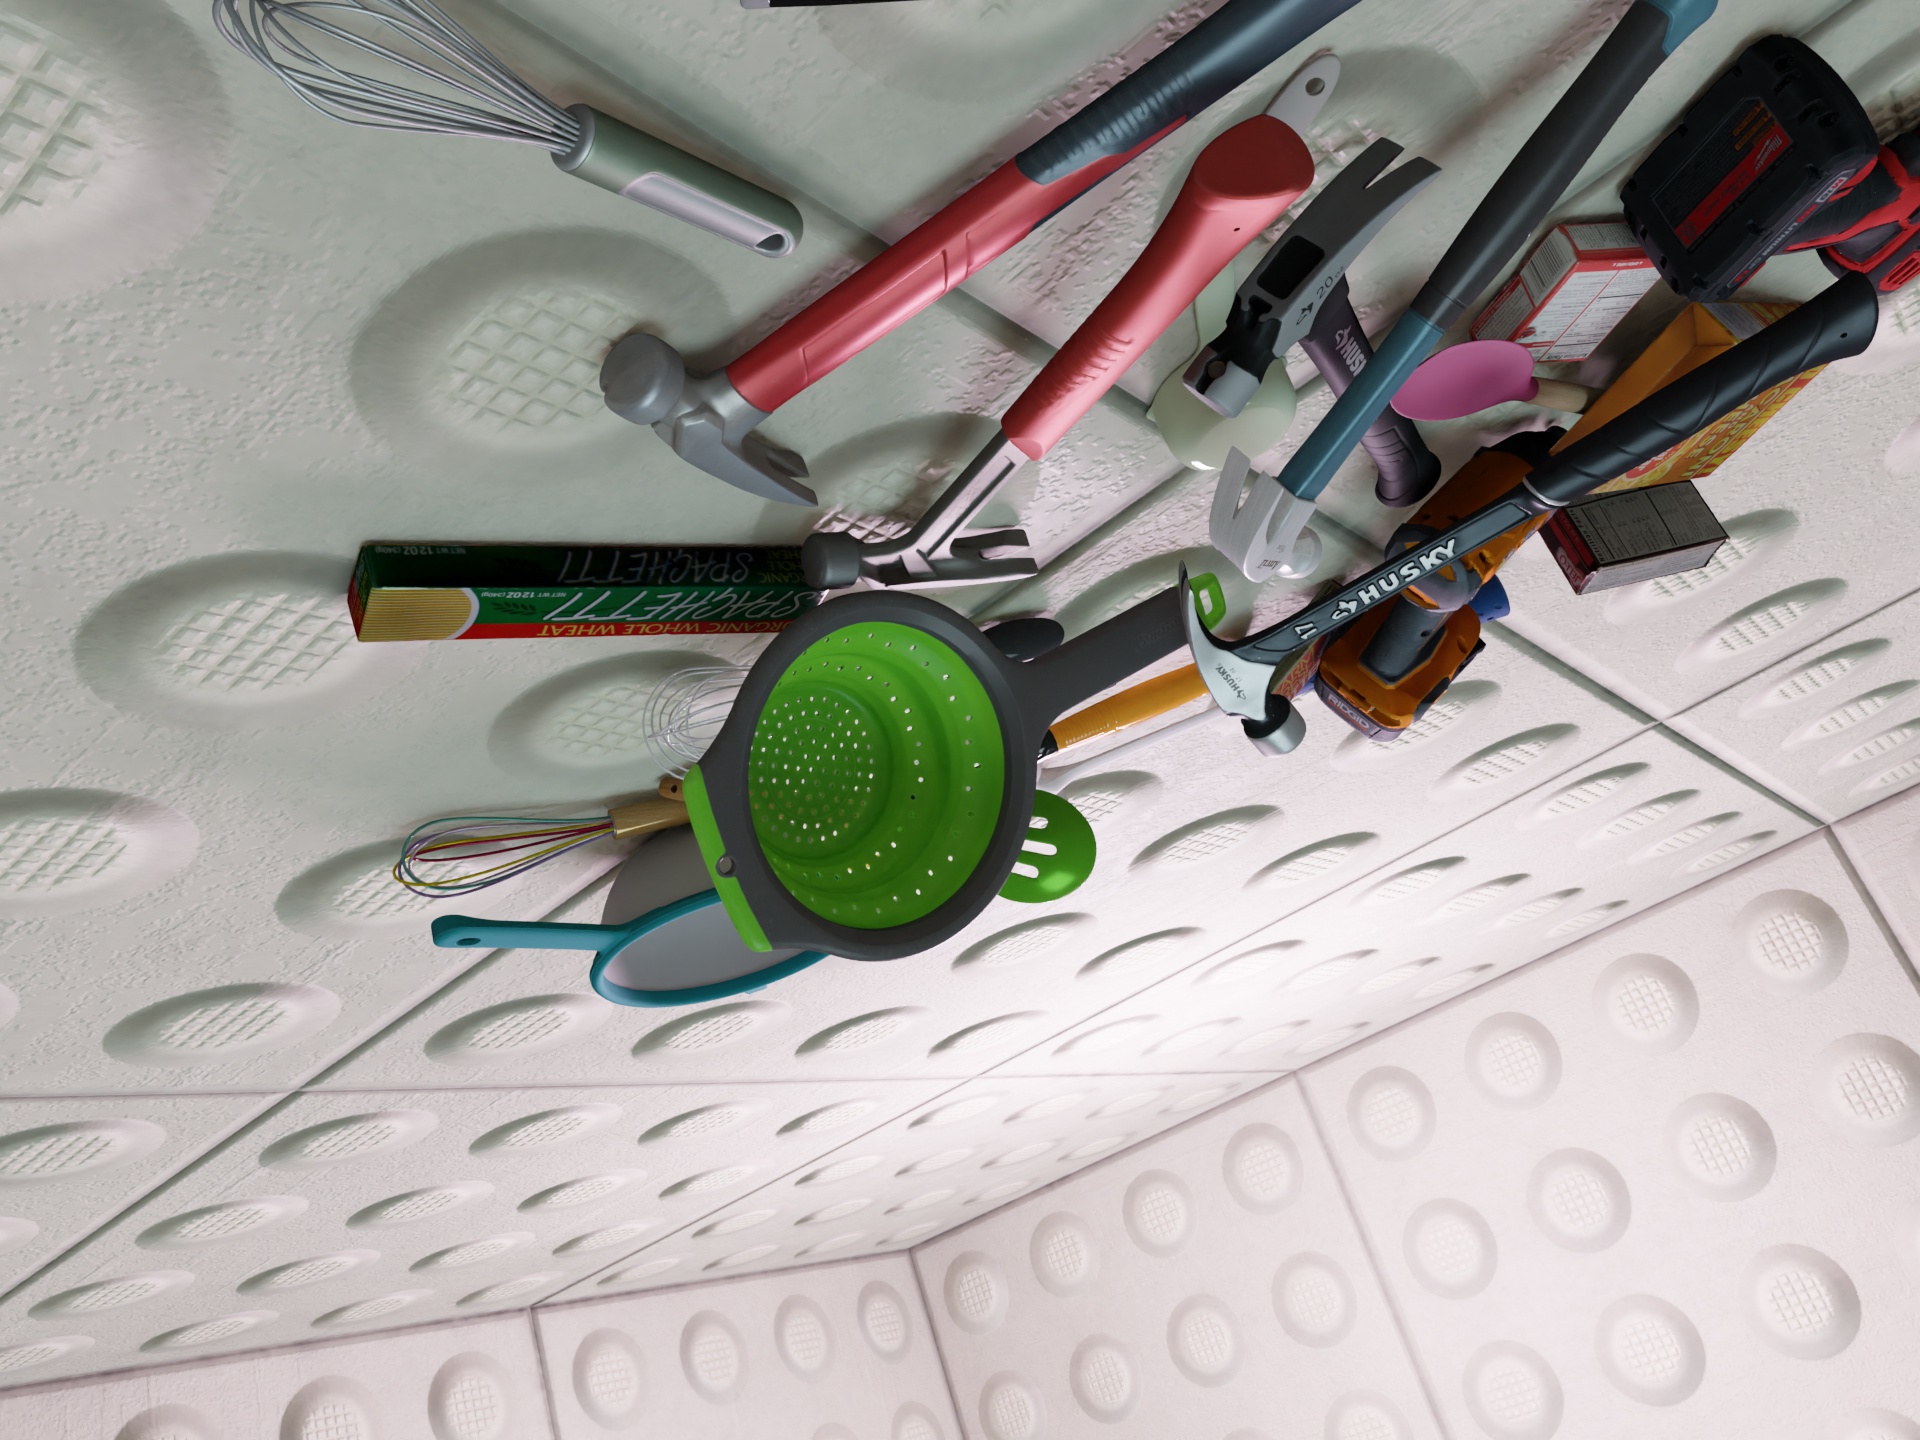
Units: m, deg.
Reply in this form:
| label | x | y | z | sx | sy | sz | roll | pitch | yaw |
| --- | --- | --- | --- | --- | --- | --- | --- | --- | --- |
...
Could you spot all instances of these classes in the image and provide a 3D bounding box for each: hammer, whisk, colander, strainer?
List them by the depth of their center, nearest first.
| label | x | y | z | sx | sy | sz | roll | pitch | yaw |
| --- | --- | --- | --- | --- | --- | --- | --- | --- | --- |
| whisk | -0.144 | -0.209 | 0.564 | 0.058 | 0.059 | 0.246 | -22 | 163 | 35 |
| hammer | 0.032 | -0.217 | 0.685 | 0.386 | 0.038 | 0.143 | -30 | 155 | 21 |
| hammer | 0.230 | -0.201 | 0.751 | 0.128 | 0.033 | 0.331 | -5 | 136 | -57 |
| hammer | 0.054 | -0.154 | 0.766 | 0.149 | 0.037 | 0.359 | -8 | 162 | -31 |
| hammer | 0.221 | -0.183 | 0.860 | 0.146 | 0.035 | 0.334 | -53 | 154 | 9 |
| hammer | 0.310 | -0.124 | 0.898 | 0.409 | 0.036 | 0.149 | -31 | 125 | 20 |
| colander | -0.002 | -0.003 | 0.950 | 0.397 | 0.204 | 0.094 | -28 | -164 | -31 |
| whisk | -0.061 | -0.025 | 1.001 | 0.284 | 0.070 | 0.070 | -16 | 156 | -21 |
| whisk | -0.259 | 0.073 | 1.078 | 0.245 | 0.051 | 0.047 | -13 | 179 | -25 |
| strainer | -0.221 | 0.121 | 1.130 | 0.340 | 0.095 | 0.211 | 9 | 142 | -45 |
| hammer | 0.071 | 0.014 | 1.139 | 0.337 | 0.034 | 0.127 | -23 | 173 | -16 |
| hammer | 0.230 | -0.017 | 1.247 | 0.405 | 0.035 | 0.144 | -23 | 155 | 7 |

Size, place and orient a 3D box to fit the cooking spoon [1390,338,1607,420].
| label | x | y | z | sx | sy | sz | roll | pitch | yaw |
| --- | --- | --- | --- | --- | --- | --- | --- | --- | --- |
| cooking spoon | 0.343 | -0.193 | 0.935 | 0.318 | 0.017 | 0.068 | -5 | 156 | -46 |

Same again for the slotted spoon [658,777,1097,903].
| label | x | y | z | sx | sy | sz | roll | pitch | yaw |
| --- | --- | --- | --- | --- | --- | --- | --- | --- | --- |
| slotted spoon | -0.064 | 0.063 | 1.019 | 0.314 | 0.070 | 0.031 | 7 | 175 | 26 |

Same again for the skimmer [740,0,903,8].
| label | x | y | z | sx | sy | sz | roll | pitch | yaw |
| --- | --- | --- | --- | --- | --- | --- | --- | --- | --- |
| skimmer | 0.104 | -0.288 | 0.530 | 0.363 | 0.127 | 0.090 | -7 | 162 | -4 |

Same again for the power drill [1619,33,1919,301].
| label | x | y | z | sx | sy | sz | roll | pitch | yaw |
| --- | --- | --- | --- | --- | --- | --- | --- | --- | --- |
| power drill | 0.467 | -0.285 | 0.823 | 0.219 | 0.079 | 0.143 | -9 | 155 | -29 |

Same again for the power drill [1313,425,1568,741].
| label | x | y | z | sx | sy | sz | roll | pitch | yaw |
| --- | --- | --- | --- | --- | --- | --- | --- | --- | --- |
| power drill | 0.333 | -0.097 | 1.078 | 0.164 | 0.084 | 0.226 | -41 | 161 | -23 |

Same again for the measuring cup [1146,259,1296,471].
| label | x | y | z | sx | sy | sz | roll | pitch | yaw |
| --- | --- | --- | --- | --- | --- | --- | --- | --- | --- |
| measuring cup | 0.139 | -0.184 | 0.829 | 0.083 | 0.038 | 0.167 | -20 | 157 | 2 |

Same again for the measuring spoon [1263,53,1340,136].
| label | x | y | z | sx | sy | sz | roll | pitch | yaw |
| --- | --- | --- | --- | --- | --- | --- | --- | --- | --- |
| measuring spoon | 0.131 | -0.244 | 0.716 | 0.034 | 0.018 | 0.124 | 17 | 140 | -21 |

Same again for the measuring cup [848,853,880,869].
| label | x | y | z | sx | sy | sz | roll | pitch | yaw |
| --- | --- | --- | --- | --- | --- | --- | --- | --- | --- |
| measuring cup | -0.035 | 0.096 | 1.310 | 0.156 | 0.029 | 0.062 | -14 | 158 | 17 |
